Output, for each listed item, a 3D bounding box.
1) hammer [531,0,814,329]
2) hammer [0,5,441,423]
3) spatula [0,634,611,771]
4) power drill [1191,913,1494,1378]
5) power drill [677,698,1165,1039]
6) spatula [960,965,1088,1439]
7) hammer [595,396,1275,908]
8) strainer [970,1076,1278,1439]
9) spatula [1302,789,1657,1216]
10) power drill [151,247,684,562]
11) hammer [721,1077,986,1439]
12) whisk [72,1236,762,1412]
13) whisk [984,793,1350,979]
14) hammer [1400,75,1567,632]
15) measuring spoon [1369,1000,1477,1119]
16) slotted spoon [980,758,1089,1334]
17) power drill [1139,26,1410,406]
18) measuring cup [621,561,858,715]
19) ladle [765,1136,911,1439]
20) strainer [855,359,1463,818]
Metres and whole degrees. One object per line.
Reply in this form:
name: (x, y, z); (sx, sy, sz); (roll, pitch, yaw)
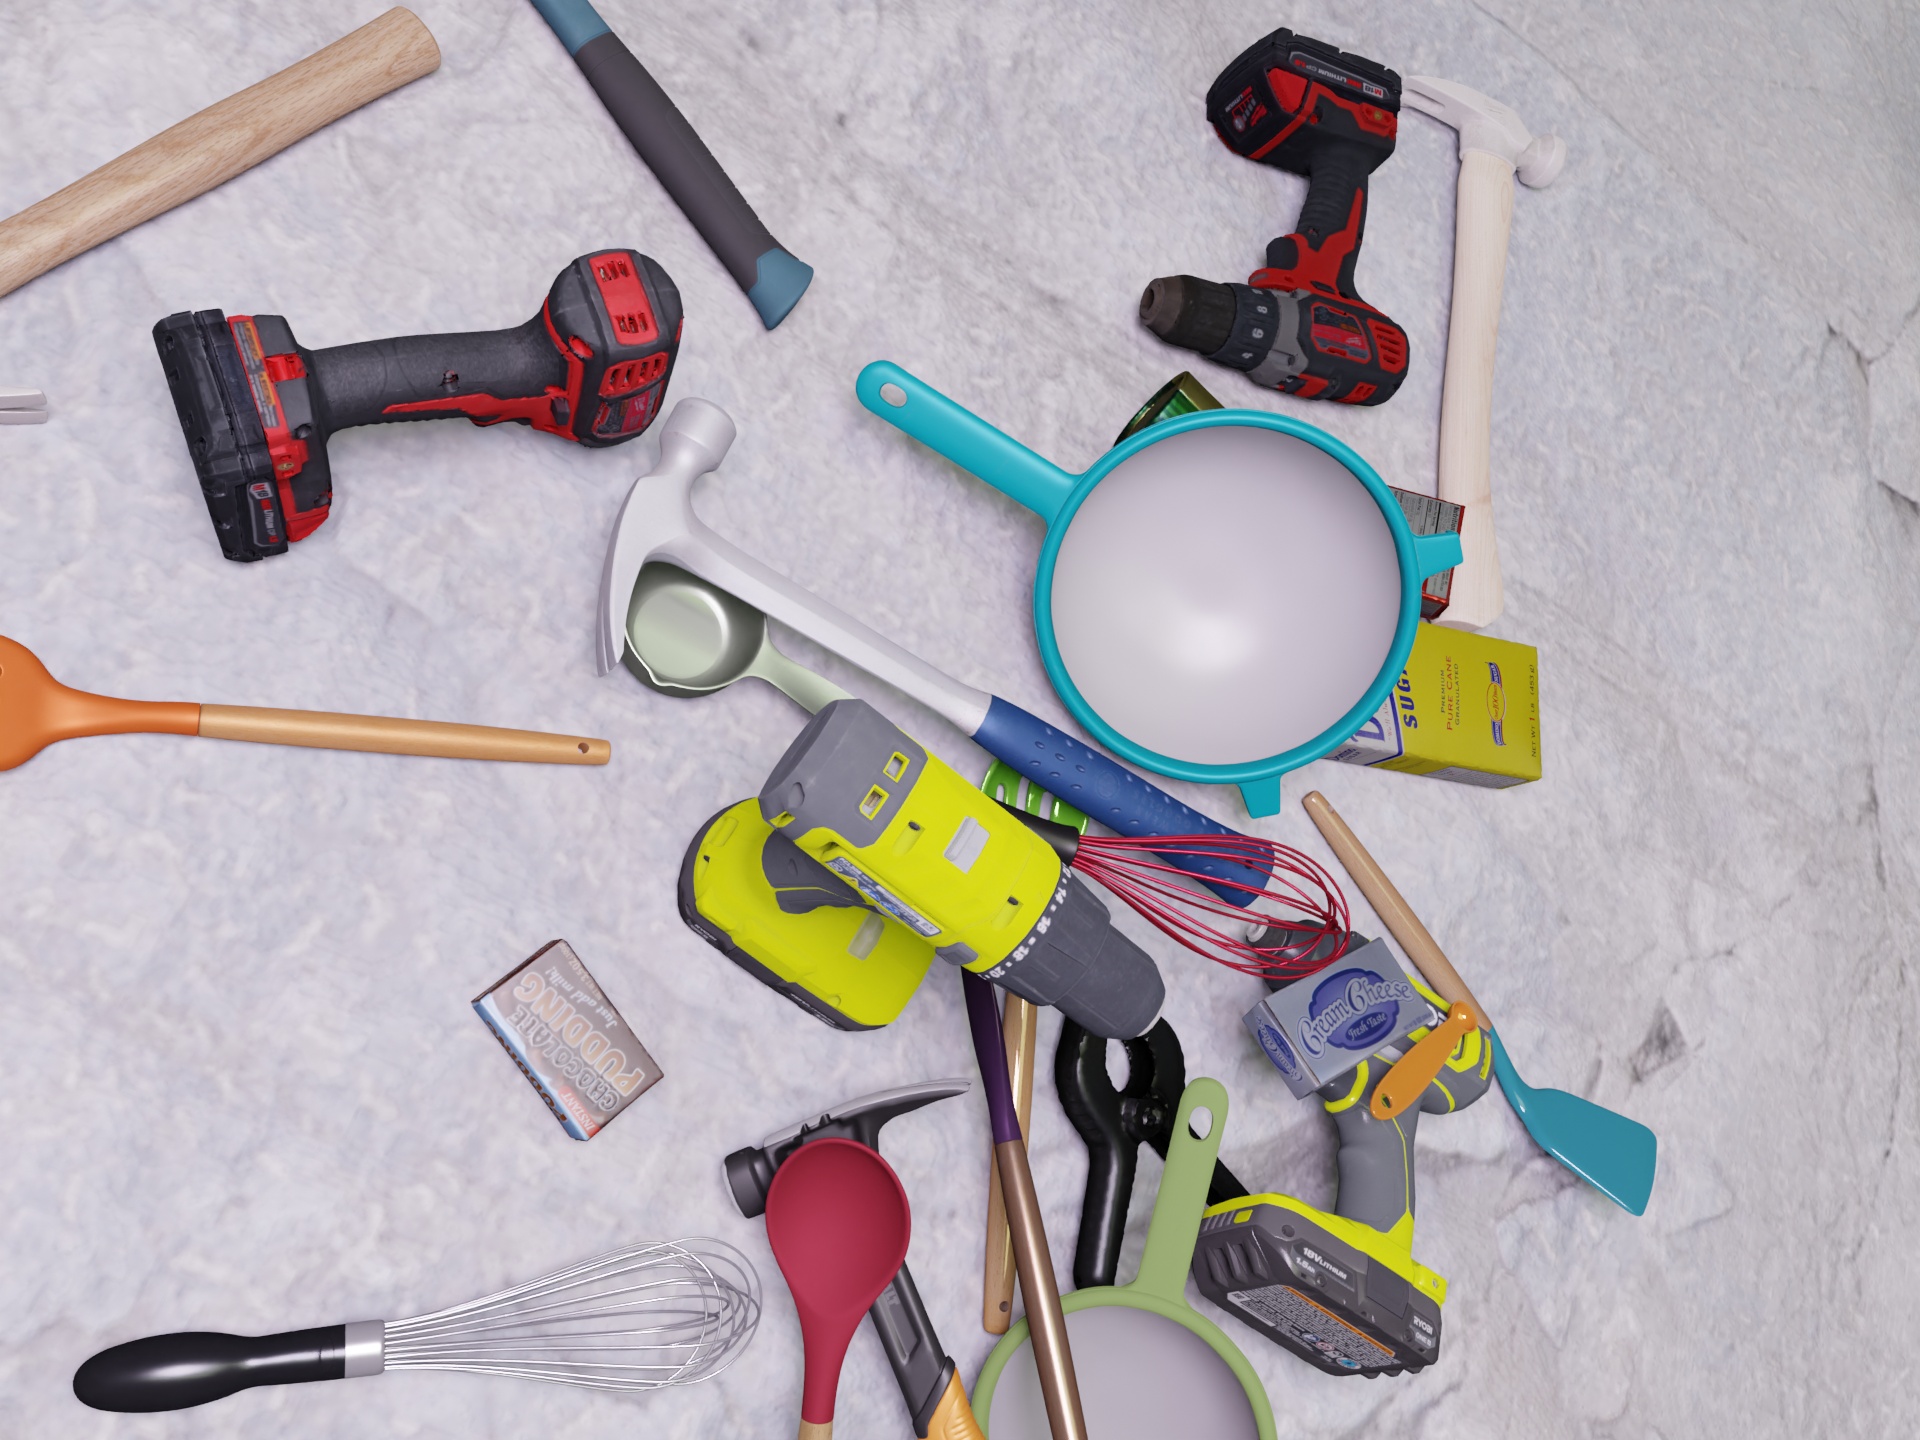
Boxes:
hammer: (-0.191, -0.359, 0.872); (0.128, 0.033, 0.331); (-41, 97, -29)
hammer: (-0.384, -0.253, 0.753); (0.130, 0.031, 0.331); (50, 62, -7)
spatula: (-0.317, 0.000, 0.718); (0.322, 0.041, 0.081); (6, 74, -26)
power drill: (0.209, 0.226, 0.882); (0.171, 0.080, 0.223); (35, 50, -15)
power drill: (-0.027, 0.086, 0.730); (0.190, 0.228, 0.080); (38, 64, -13)
spatula: (0.030, 0.233, 0.782); (0.018, 0.059, 0.316); (-6, 66, -13)
hammer: (-0.001, -0.003, 0.834); (0.405, 0.035, 0.144); (30, 69, -19)
strainer: (0.096, 0.302, 0.801); (0.151, 0.069, 0.256); (14, 88, 11)
spatula: (0.317, 0.167, 0.983); (0.317, 0.044, 0.082); (52, 39, -4)
power drill: (-0.243, -0.148, 0.742); (0.219, 0.143, 0.078); (-18, 82, -22)
hammer: (0.005, 0.342, 0.758); (0.127, 0.034, 0.337); (-22, 85, 0)
whisk: (-0.225, 0.268, 0.692); (0.284, 0.070, 0.070); (2, 77, -21)
whisk: (0.073, 0.071, 0.816); (0.295, 0.073, 0.073); (18, 70, -16)
hammer: (0.348, -0.257, 1.107); (0.146, 0.038, 0.411); (16, 71, -20)
measuring spoon: (0.256, 0.190, 0.885); (0.117, 0.011, 0.021); (-29, 79, -42)
slotted spoon: (0.030, 0.163, 0.855); (0.070, 0.031, 0.314); (11, 75, -23)
power drill: (0.204, -0.324, 1.033); (0.187, 0.080, 0.227); (8, 77, -24)
measuring cup: (-0.105, -0.025, 0.830); (0.167, 0.038, 0.083); (33, 66, -17)
ladle: (-0.067, 0.347, 0.730); (0.069, 0.031, 0.315); (5, 88, 10)
strainer: (0.094, -0.109, 0.906); (0.340, 0.095, 0.211); (31, 107, -5)
